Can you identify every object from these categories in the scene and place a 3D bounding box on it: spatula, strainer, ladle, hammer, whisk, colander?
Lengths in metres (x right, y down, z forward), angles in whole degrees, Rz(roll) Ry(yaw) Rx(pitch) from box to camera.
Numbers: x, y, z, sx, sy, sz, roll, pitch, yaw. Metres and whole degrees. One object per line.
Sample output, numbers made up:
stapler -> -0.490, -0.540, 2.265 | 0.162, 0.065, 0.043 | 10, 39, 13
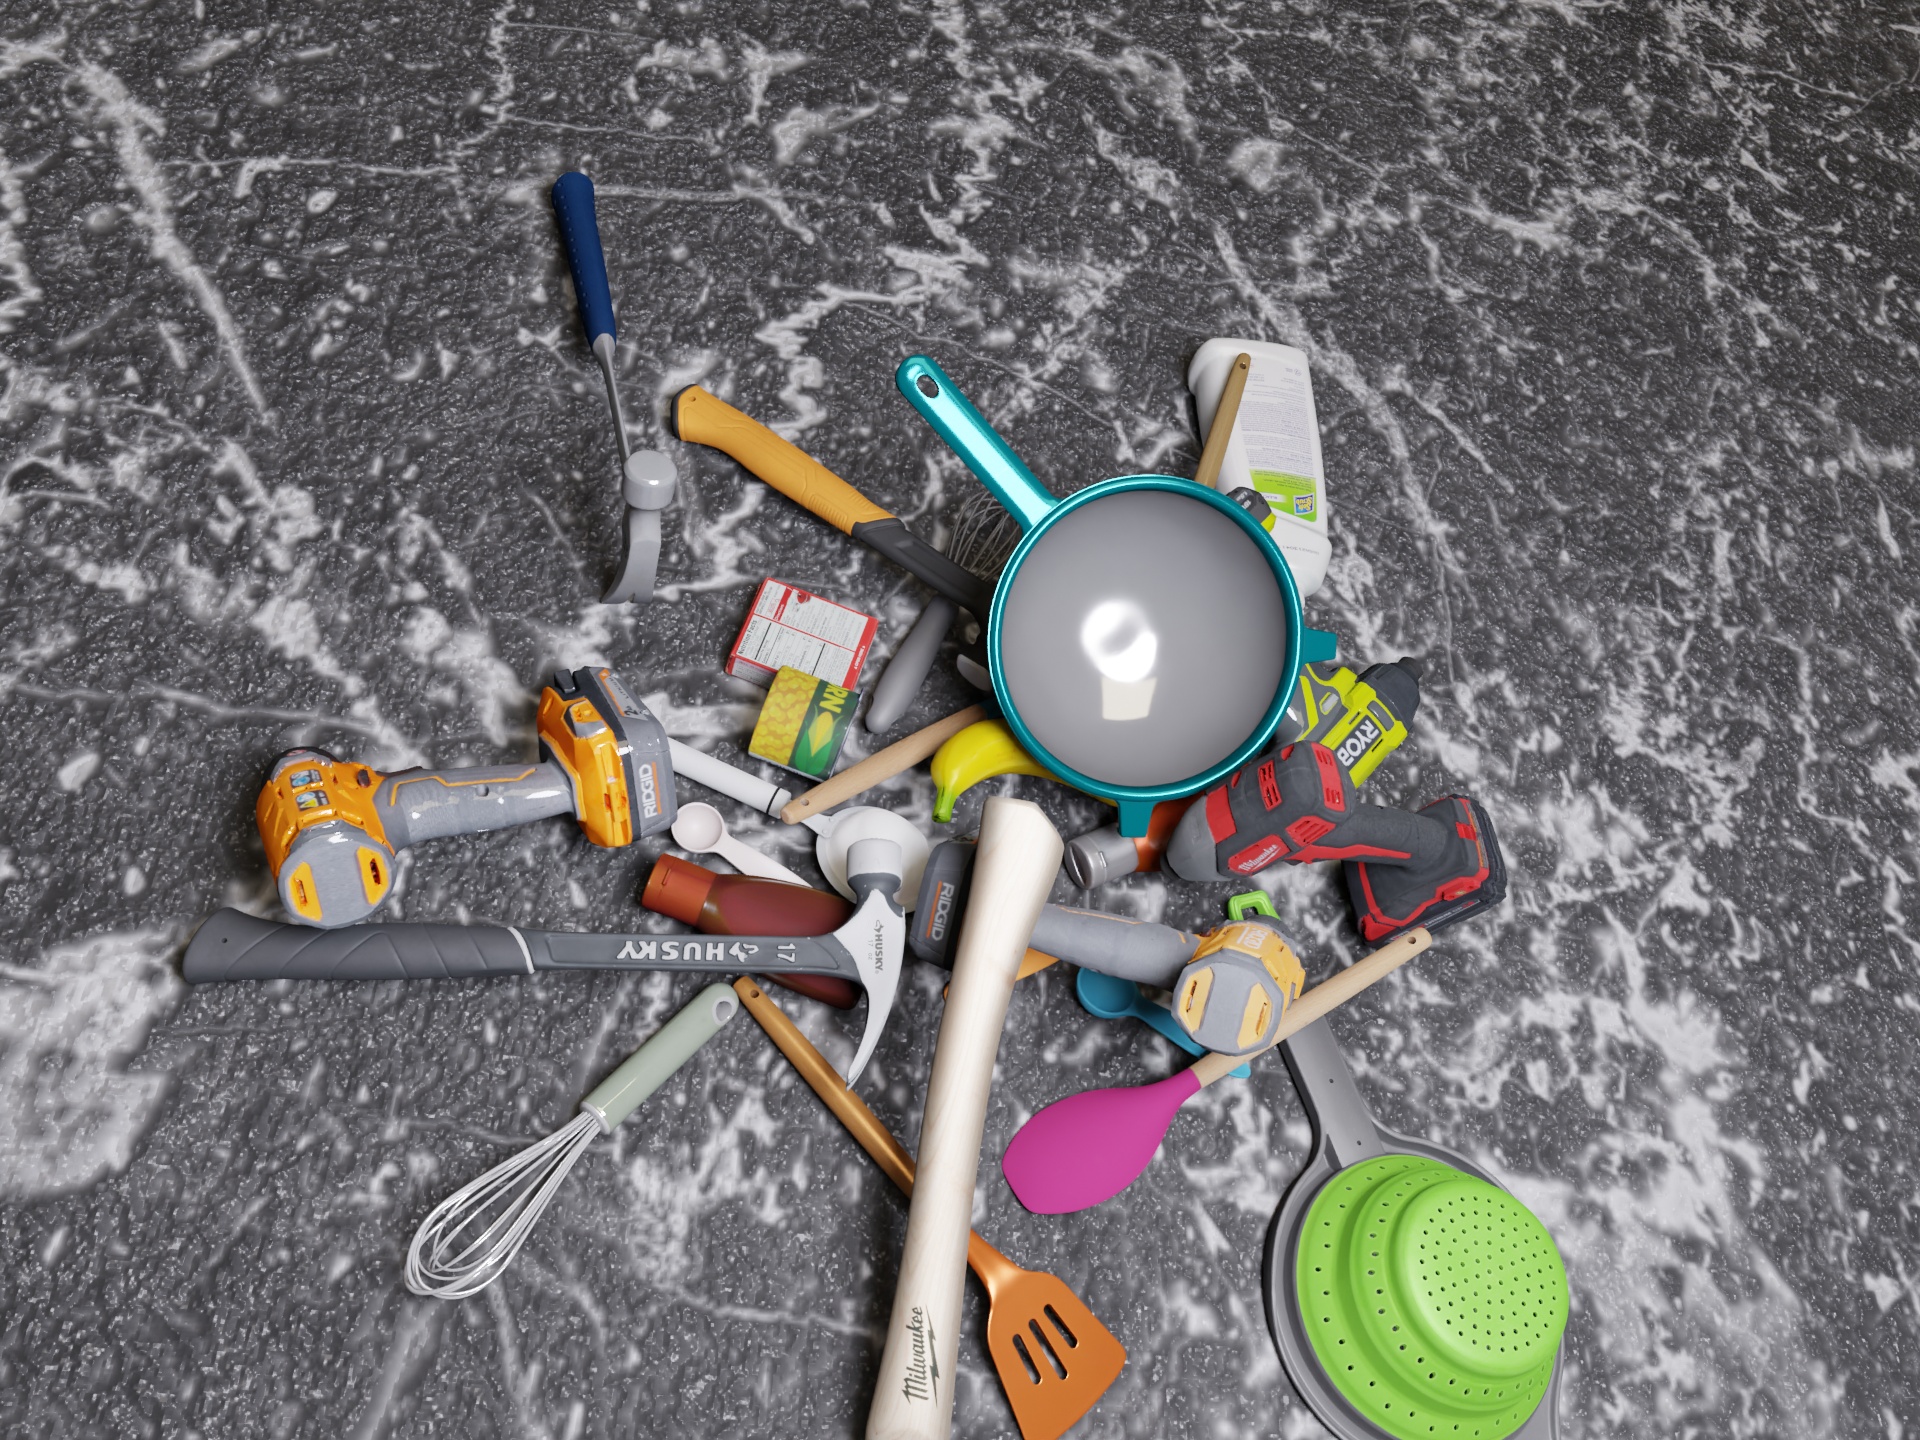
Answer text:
spatula -> -0.002, -0.003, 1.093 | 0.082, 0.044, 0.317 | 45, 47, 18
strainer -> 0.072, -0.102, 1.051 | 0.211, 0.095, 0.340 | -43, 99, -3
strainer -> -0.112, 0.057, 1.045 | 0.258, 0.050, 0.087 | 24, 42, 2
spatula -> -0.031, 0.277, 0.947 | 0.081, 0.041, 0.323 | -34, 70, -30
ladle -> 0.180, -0.159, 1.237 | 0.069, 0.031, 0.315 | 22, 68, -5
hammer -> -0.236, 0.139, 0.926 | 0.409, 0.036, 0.149 | 1, 63, -6
hammer -> -0.016, 0.243, 0.872 | 0.146, 0.038, 0.411 | 12, 79, -10
whisk -> -0.215, 0.232, 0.906 | 0.246, 0.059, 0.057 | -42, 122, -36
hammer -> -0.073, -0.156, 1.154 | 0.337, 0.034, 0.127 | 34, 68, 17
hammer -> -0.261, -0.260, 1.161 | 0.035, 0.144, 0.406 | -3, 52, -21
whisk -> -0.010, -0.084, 1.157 | 0.055, 0.055, 0.239 | 28, 60, 1
colander -> 0.269, 0.273, 0.994 | 0.204, 0.094, 0.397 | -10, 63, -22

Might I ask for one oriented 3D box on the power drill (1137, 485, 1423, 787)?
power drill -> 0.234, -0.053, 1.169 | 0.171, 0.080, 0.223 | -43, 94, -26

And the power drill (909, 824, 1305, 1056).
power drill -> 0.102, 0.132, 0.994 | 0.226, 0.084, 0.185 | 16, 9, 17

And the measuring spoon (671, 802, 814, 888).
measuring spoon -> -0.134, 0.097, 1.032 | 0.124, 0.018, 0.034 | 35, 58, -3

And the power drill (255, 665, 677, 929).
power drill -> -0.303, 0.036, 0.958 | 0.226, 0.084, 0.164 | -16, 31, -25

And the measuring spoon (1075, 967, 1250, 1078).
measuring spoon -> 0.130, 0.201, 1.039 | 0.128, 0.021, 0.042 | 31, 46, 4

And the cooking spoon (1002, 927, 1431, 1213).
cooking spoon -> 0.169, 0.212, 1.004 | 0.319, 0.017, 0.069 | -28, 57, -14

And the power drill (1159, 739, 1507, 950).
power drill -> 0.244, 0.085, 1.053 | 0.219, 0.143, 0.079 | 18, 52, -34

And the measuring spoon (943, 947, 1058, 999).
measuring spoon -> 0.039, 0.158, 1.045 | 0.117, 0.011, 0.021 | -23, 69, -27
